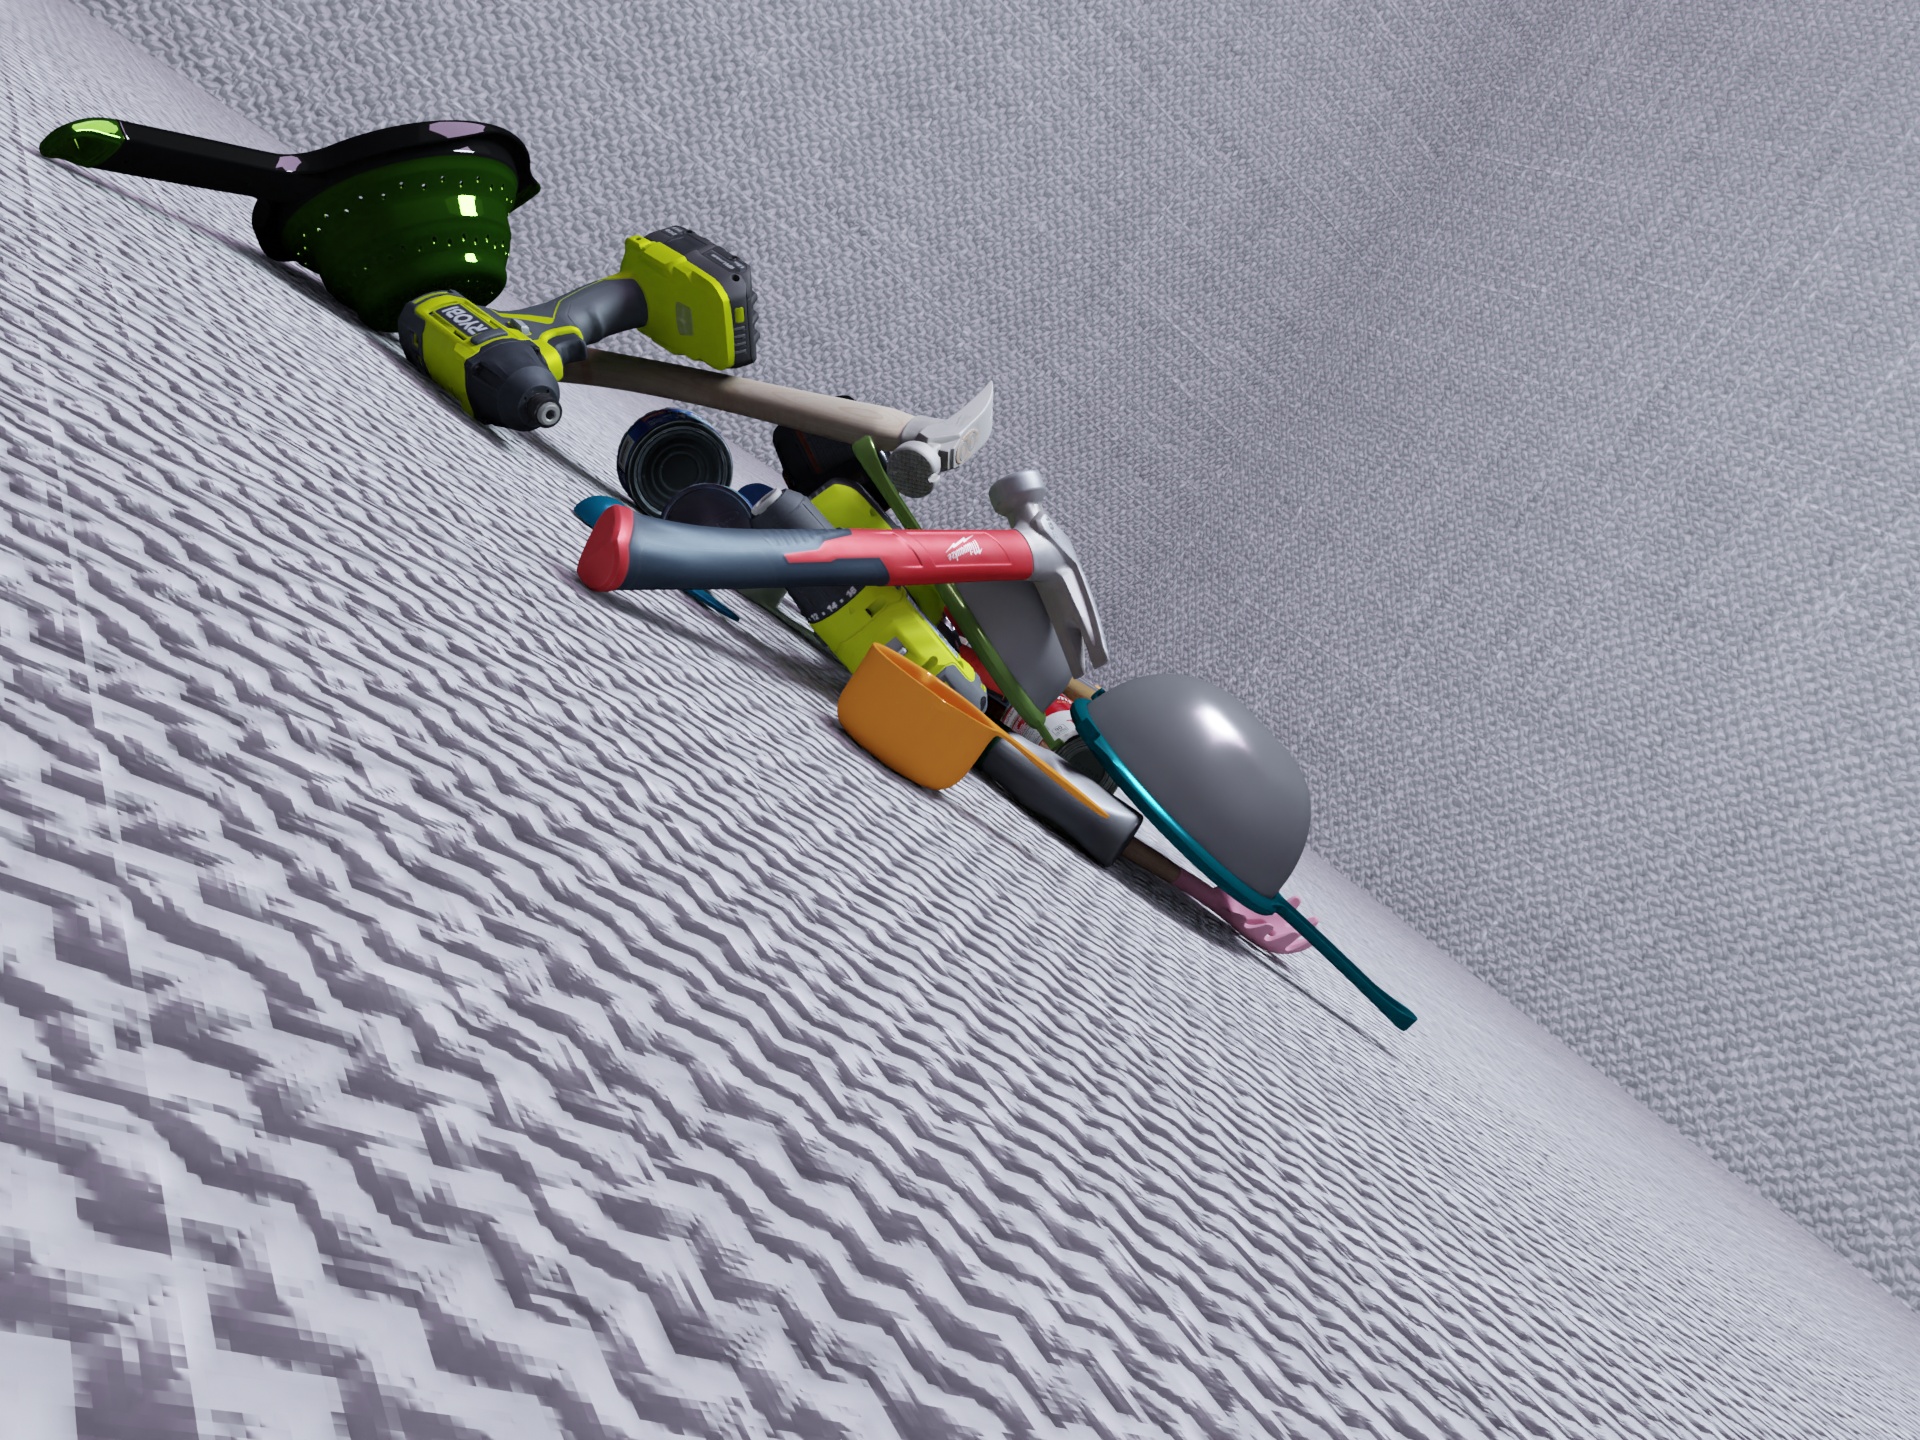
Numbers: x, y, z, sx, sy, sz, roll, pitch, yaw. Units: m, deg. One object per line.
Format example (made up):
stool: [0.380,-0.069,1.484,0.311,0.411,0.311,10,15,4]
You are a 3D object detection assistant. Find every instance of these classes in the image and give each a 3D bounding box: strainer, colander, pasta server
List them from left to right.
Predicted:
colander: [-0.433,-0.335,1.095,0.397,0.204,0.094,-22,91,-65]
strainer: [0.015,-0.108,1.097,0.256,0.069,0.152,55,7,-36]
pasta server: [0.144,0.097,1.188,0.316,0.040,0.060,32,24,-21]
strainer: [0.230,0.079,1.153,0.340,0.095,0.211,44,11,1]

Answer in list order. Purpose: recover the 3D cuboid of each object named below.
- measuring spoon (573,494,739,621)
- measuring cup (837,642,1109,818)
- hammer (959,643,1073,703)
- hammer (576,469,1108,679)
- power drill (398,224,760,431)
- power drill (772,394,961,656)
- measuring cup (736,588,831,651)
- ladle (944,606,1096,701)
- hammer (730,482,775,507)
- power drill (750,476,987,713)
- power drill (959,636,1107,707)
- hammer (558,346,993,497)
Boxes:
measuring spoon: [-0.186,-0.105,0.999,0.128,0.021,0.042,35,6,7]
measuring cup: [0.005,0.025,0.919,0.173,0.052,0.095,36,5,-13]
hammer: [0.068,-0.024,1.402,0.359,0.036,0.149,27,20,14]
hammer: [-0.052,-0.081,0.929,0.386,0.038,0.143,-8,73,-50]
power drill: [-0.262,-0.275,1.137,0.171,0.223,0.080,37,-39,36]
power drill: [-0.062,-0.127,1.266,0.226,0.084,0.164,65,-2,-40]
measuring cup: [-0.126,-0.094,1.174,0.168,0.038,0.083,35,5,21]
ladle: [0.082,-0.035,1.340,0.316,0.031,0.069,34,9,31]
hammer: [-0.169,-0.171,1.376,0.144,0.035,0.405,34,0,-5]
power drill: [-0.069,-0.091,1.073,0.190,0.080,0.229,49,7,-18]
power drill: [0.073,-0.022,1.562,0.185,0.084,0.226,32,2,-7]
hammer: [-0.178,-0.251,1.201,0.411,0.038,0.146,15,36,18]
